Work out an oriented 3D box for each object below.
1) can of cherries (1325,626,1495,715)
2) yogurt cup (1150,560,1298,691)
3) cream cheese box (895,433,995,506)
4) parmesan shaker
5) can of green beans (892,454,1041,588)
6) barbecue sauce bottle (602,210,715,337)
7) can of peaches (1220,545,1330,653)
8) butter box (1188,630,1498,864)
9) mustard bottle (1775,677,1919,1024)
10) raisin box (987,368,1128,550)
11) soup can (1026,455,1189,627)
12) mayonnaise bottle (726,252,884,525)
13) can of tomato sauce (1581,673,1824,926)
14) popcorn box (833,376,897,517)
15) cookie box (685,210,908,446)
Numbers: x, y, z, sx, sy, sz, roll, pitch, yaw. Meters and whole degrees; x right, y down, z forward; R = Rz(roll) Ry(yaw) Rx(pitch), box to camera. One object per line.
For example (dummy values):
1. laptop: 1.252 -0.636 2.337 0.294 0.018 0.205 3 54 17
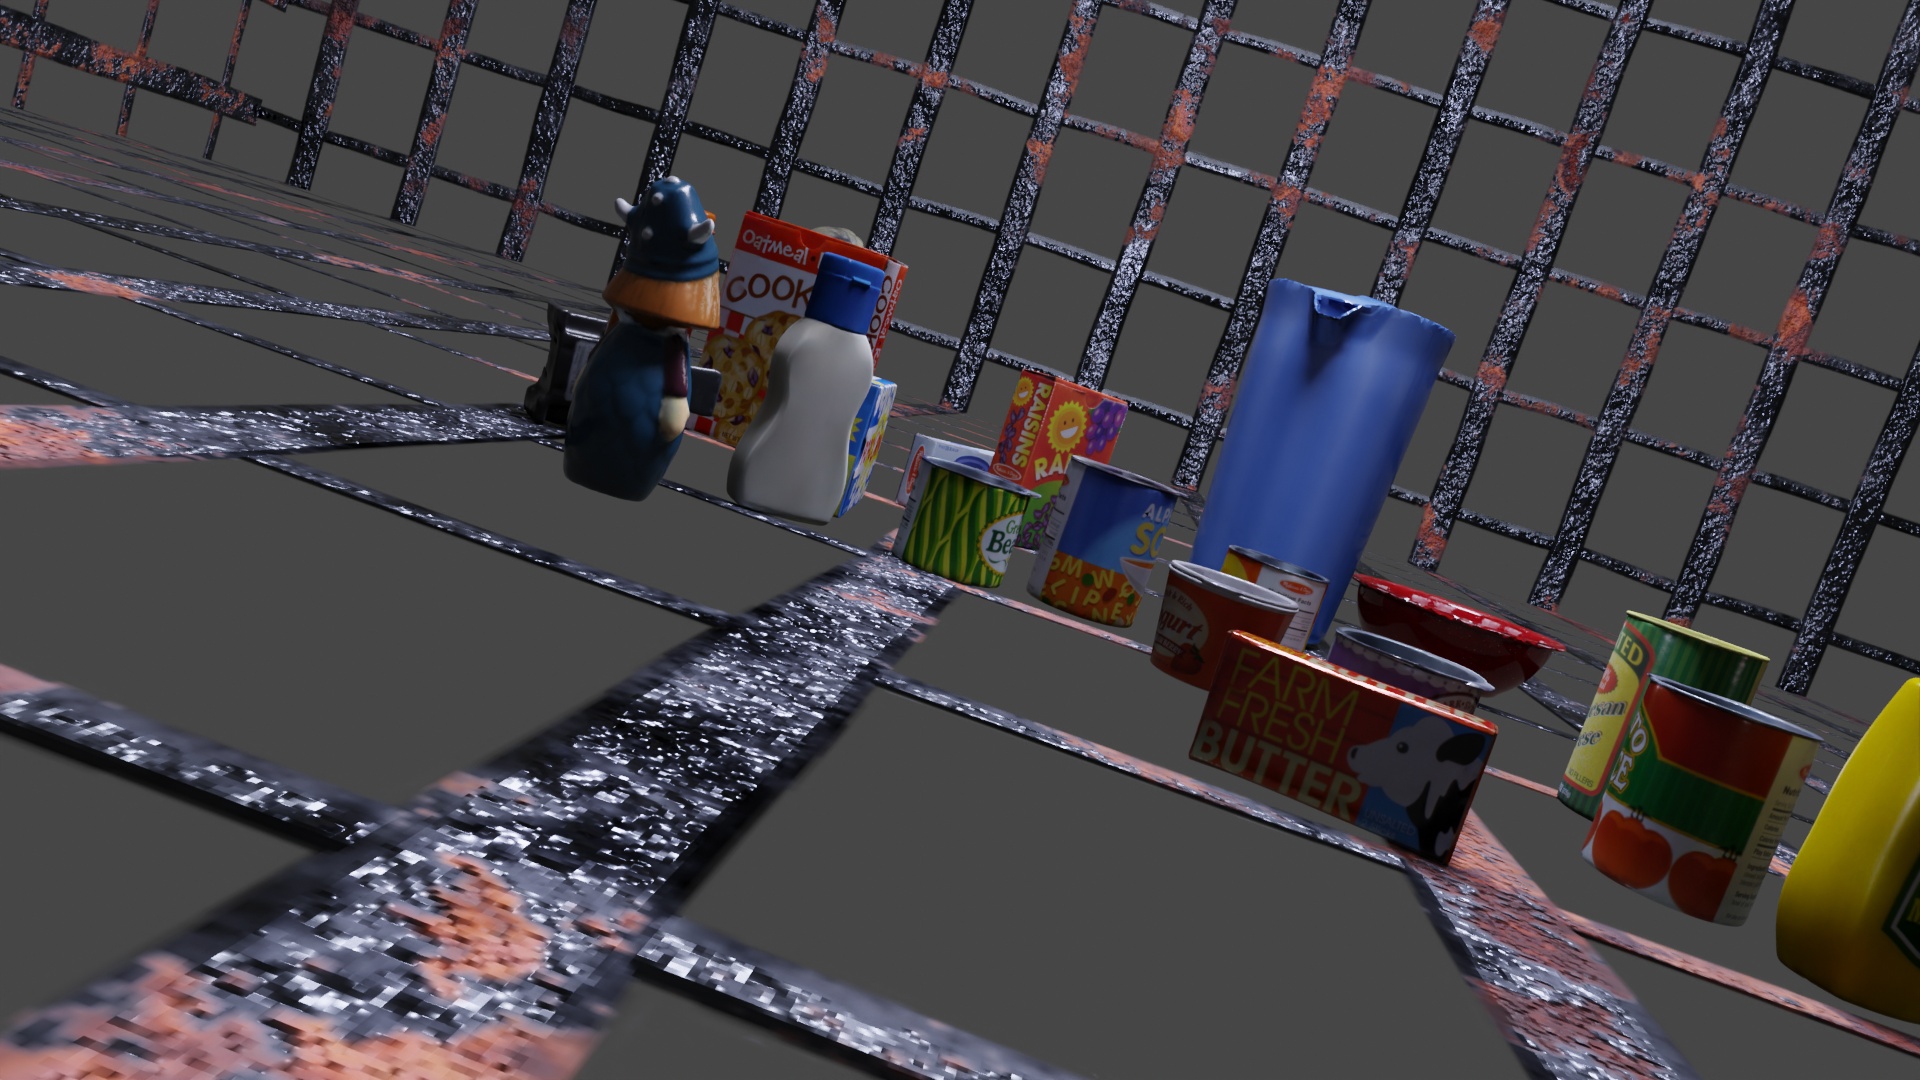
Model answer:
1. can of cherries: 0.187 0.077 0.601 0.071 0.058 0.071 18 7 -2
2. yogurt cup: 0.130 0.046 0.704 0.072 0.054 0.072 18 7 -2
3. cream cheese box: -0.004 -0.045 1.042 0.024 0.053 0.104 23 9 35
4. parmesan shaker: 0.346 0.094 0.688 0.071 0.103 0.071 18 7 -2
5. can of green beans: 0.001 -0.011 0.784 0.071 0.057 0.071 18 7 -2
6. barbecue sauce bottle: -0.178 -0.120 0.792 0.044 0.148 0.065 19 7 7
7. can of peaches: 0.190 0.041 0.872 0.071 0.058 0.071 18 7 -2
8. butter box: 0.142 0.075 0.522 0.103 0.053 0.024 21 7 19
9. mustard bottle: 0.353 0.092 0.500 0.065 0.160 0.049 17 7 -13
10. raisin box: 0.065 -0.055 1.012 0.086 0.123 0.040 12 10 -45
11. soup can: 0.084 0.001 0.799 0.071 0.083 0.071 18 7 -2
12. mayonnaise bottle: -0.081 -0.085 0.780 0.065 0.148 0.041 15 8 -29
13. can of tomato sauce: 0.304 0.106 0.576 0.071 0.083 0.071 18 7 -2
14. popcorn box: -0.075 -0.065 0.892 0.038 0.085 0.127 19 7 0
15. cookie box: -0.123 -0.142 1.018 0.123 0.167 0.040 21 7 19
